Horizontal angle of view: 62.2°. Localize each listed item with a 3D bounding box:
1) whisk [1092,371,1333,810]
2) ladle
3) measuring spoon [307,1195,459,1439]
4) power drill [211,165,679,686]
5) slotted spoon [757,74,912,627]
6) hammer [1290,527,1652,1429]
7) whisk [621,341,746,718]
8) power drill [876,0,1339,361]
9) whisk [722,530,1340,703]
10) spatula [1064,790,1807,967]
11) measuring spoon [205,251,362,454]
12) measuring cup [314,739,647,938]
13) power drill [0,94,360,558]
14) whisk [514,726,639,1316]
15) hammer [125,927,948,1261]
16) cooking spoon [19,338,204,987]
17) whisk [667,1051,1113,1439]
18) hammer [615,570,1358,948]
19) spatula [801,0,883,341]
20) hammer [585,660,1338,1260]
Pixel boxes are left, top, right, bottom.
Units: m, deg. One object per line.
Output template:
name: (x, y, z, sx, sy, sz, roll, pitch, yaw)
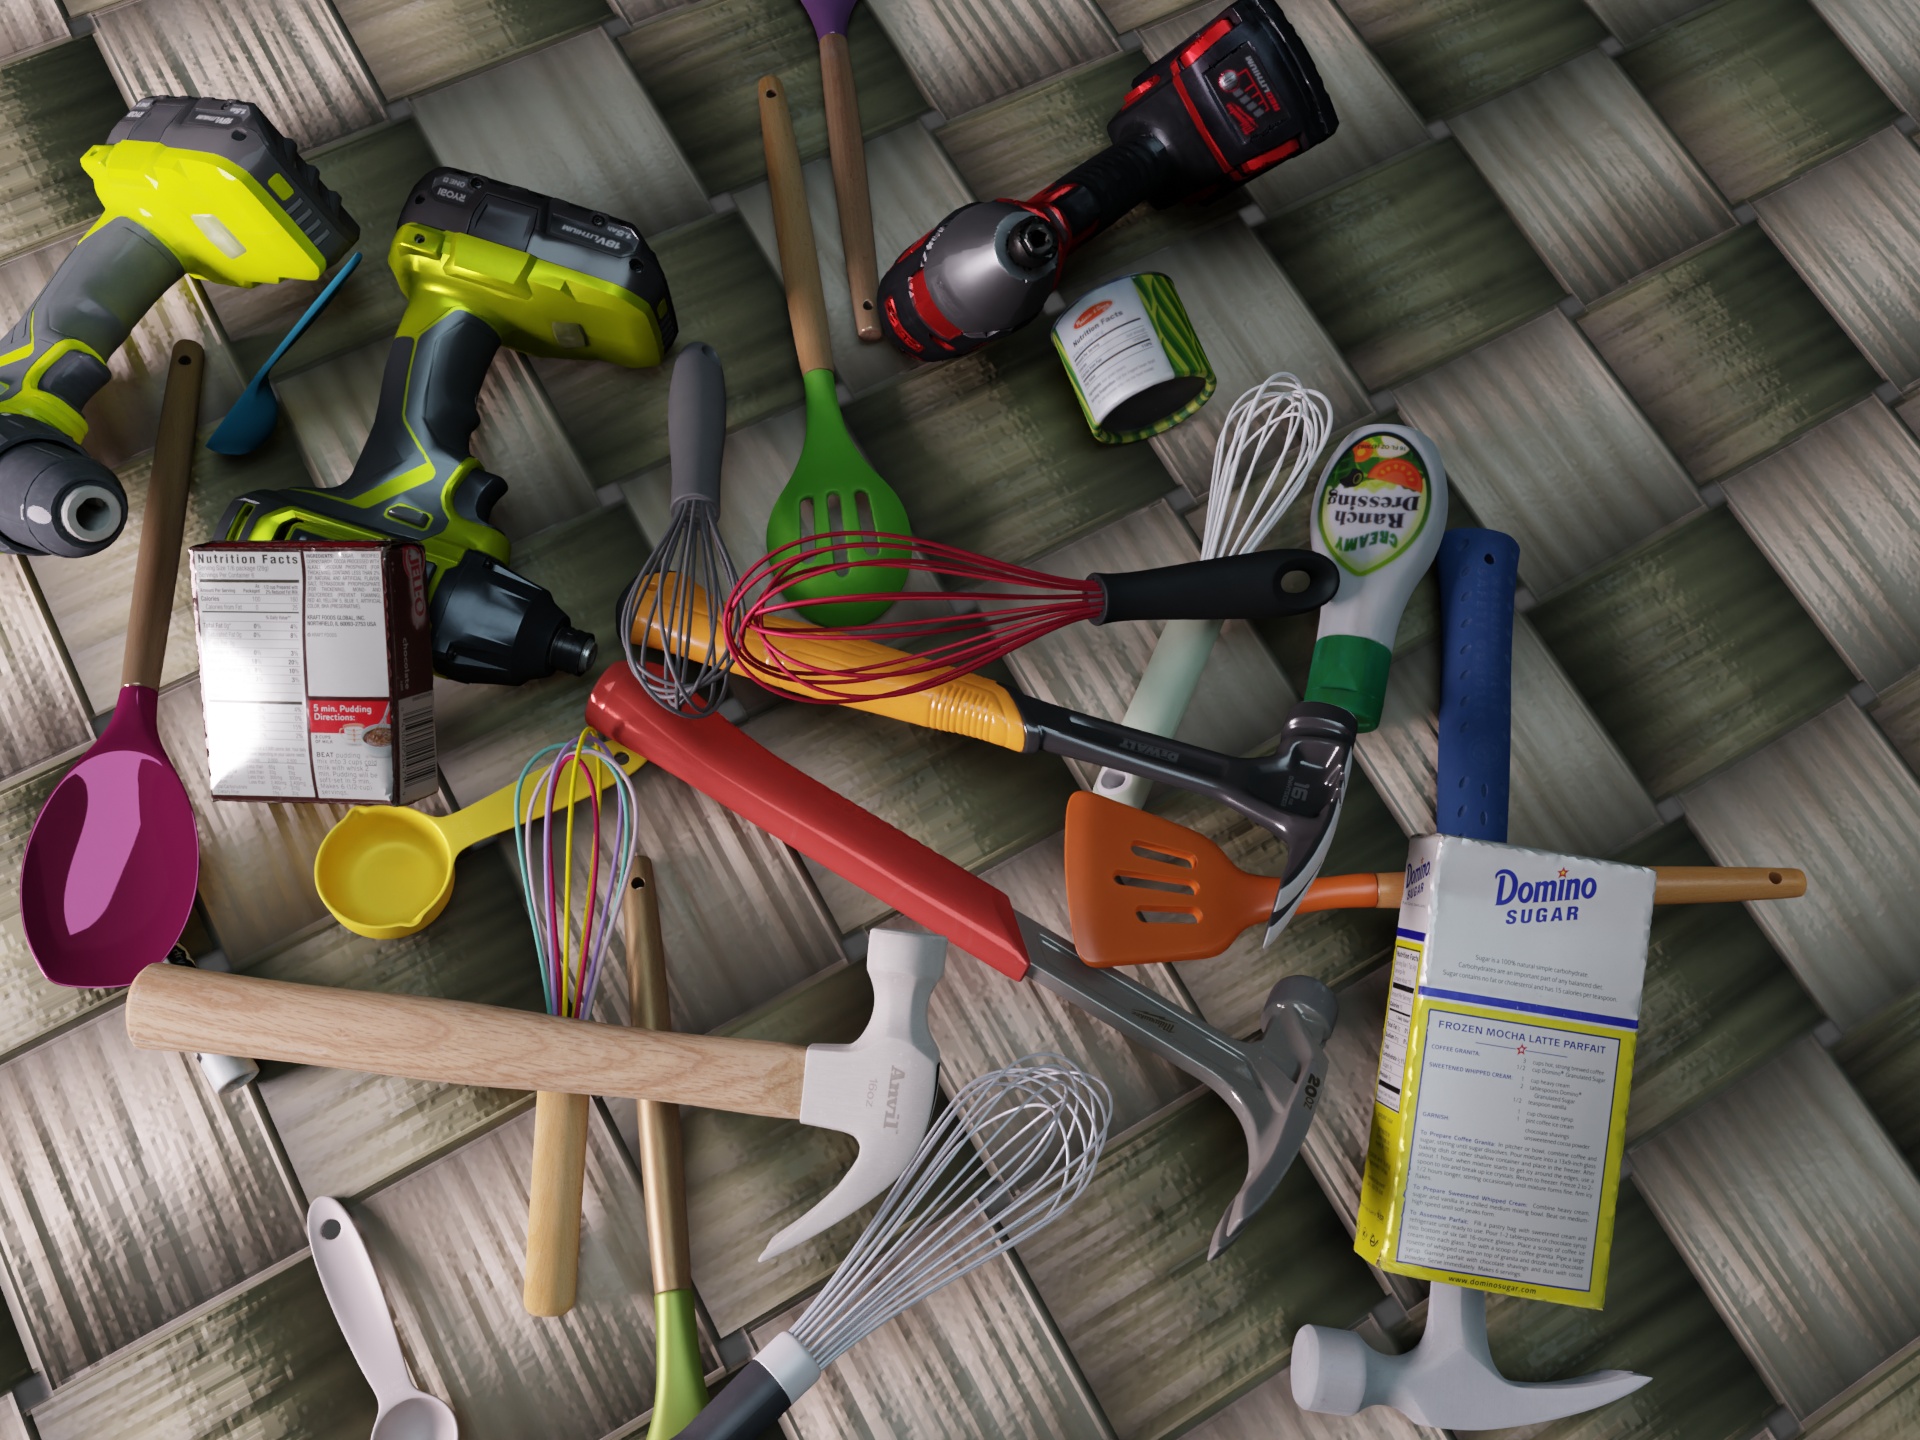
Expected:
whisk: (0.120, -0.062, 0.765, 0.058, 0.059, 0.246, 13, 71, 39)
ladle: (-0.121, 0.211, 0.662, 0.078, 0.062, 0.320, -7, 66, -8)
measuring spoon: (-0.238, 0.251, 0.650, 0.034, 0.018, 0.124, -27, 69, -13)
power drill: (-0.223, -0.130, 0.744, 0.171, 0.080, 0.223, 17, 75, 2)
slotted spoon: (-0.077, -0.195, 0.800, 0.070, 0.031, 0.314, -9, 71, -3)
hammer: (0.235, 0.104, 0.721, 0.144, 0.035, 0.406, 8, 71, -1)
whisk: (-0.123, -0.096, 0.721, 0.055, 0.055, 0.239, -2, 49, -5)
power drill: (0.068, -0.256, 0.770, 0.219, 0.143, 0.078, -38, 104, -16)
whisk: (0.041, -0.052, 0.691, 0.295, 0.073, 0.073, -6, 72, -23)
spatula: (0.206, 0.070, 0.689, 0.322, 0.041, 0.081, -1, 62, 1)
measuring spoon: (-0.308, -0.167, 0.740, 0.021, 0.128, 0.042, 38, 27, -26)
measuring cup: (-0.210, 0.048, 0.716, 0.156, 0.029, 0.062, -26, 72, -24)
power drill: (-0.379, -0.170, 0.709, 0.191, 0.080, 0.228, 17, 66, 34)
whisk: (-0.167, 0.123, 0.672, 0.051, 0.047, 0.245, 8, 77, -28)
hammer: (-0.174, 0.134, 0.637, 0.331, 0.031, 0.130, 5, 85, 6)
cooking spoon: (-0.367, -0.036, 0.718, 0.068, 0.017, 0.319, 2, 67, -14)
whisk: (-0.042, 0.229, 0.618, 0.284, 0.070, 0.070, -37, 78, -29)
hammer: (-0.001, -0.002, 0.699, 0.337, 0.034, 0.127, 17, 42, 13)
spatula: (-0.063, -0.343, 0.853, 0.059, 0.018, 0.316, -5, 71, -7)
hammer: (-0.013, 0.080, 0.684, 0.359, 0.036, 0.149, 30, 37, 10)
